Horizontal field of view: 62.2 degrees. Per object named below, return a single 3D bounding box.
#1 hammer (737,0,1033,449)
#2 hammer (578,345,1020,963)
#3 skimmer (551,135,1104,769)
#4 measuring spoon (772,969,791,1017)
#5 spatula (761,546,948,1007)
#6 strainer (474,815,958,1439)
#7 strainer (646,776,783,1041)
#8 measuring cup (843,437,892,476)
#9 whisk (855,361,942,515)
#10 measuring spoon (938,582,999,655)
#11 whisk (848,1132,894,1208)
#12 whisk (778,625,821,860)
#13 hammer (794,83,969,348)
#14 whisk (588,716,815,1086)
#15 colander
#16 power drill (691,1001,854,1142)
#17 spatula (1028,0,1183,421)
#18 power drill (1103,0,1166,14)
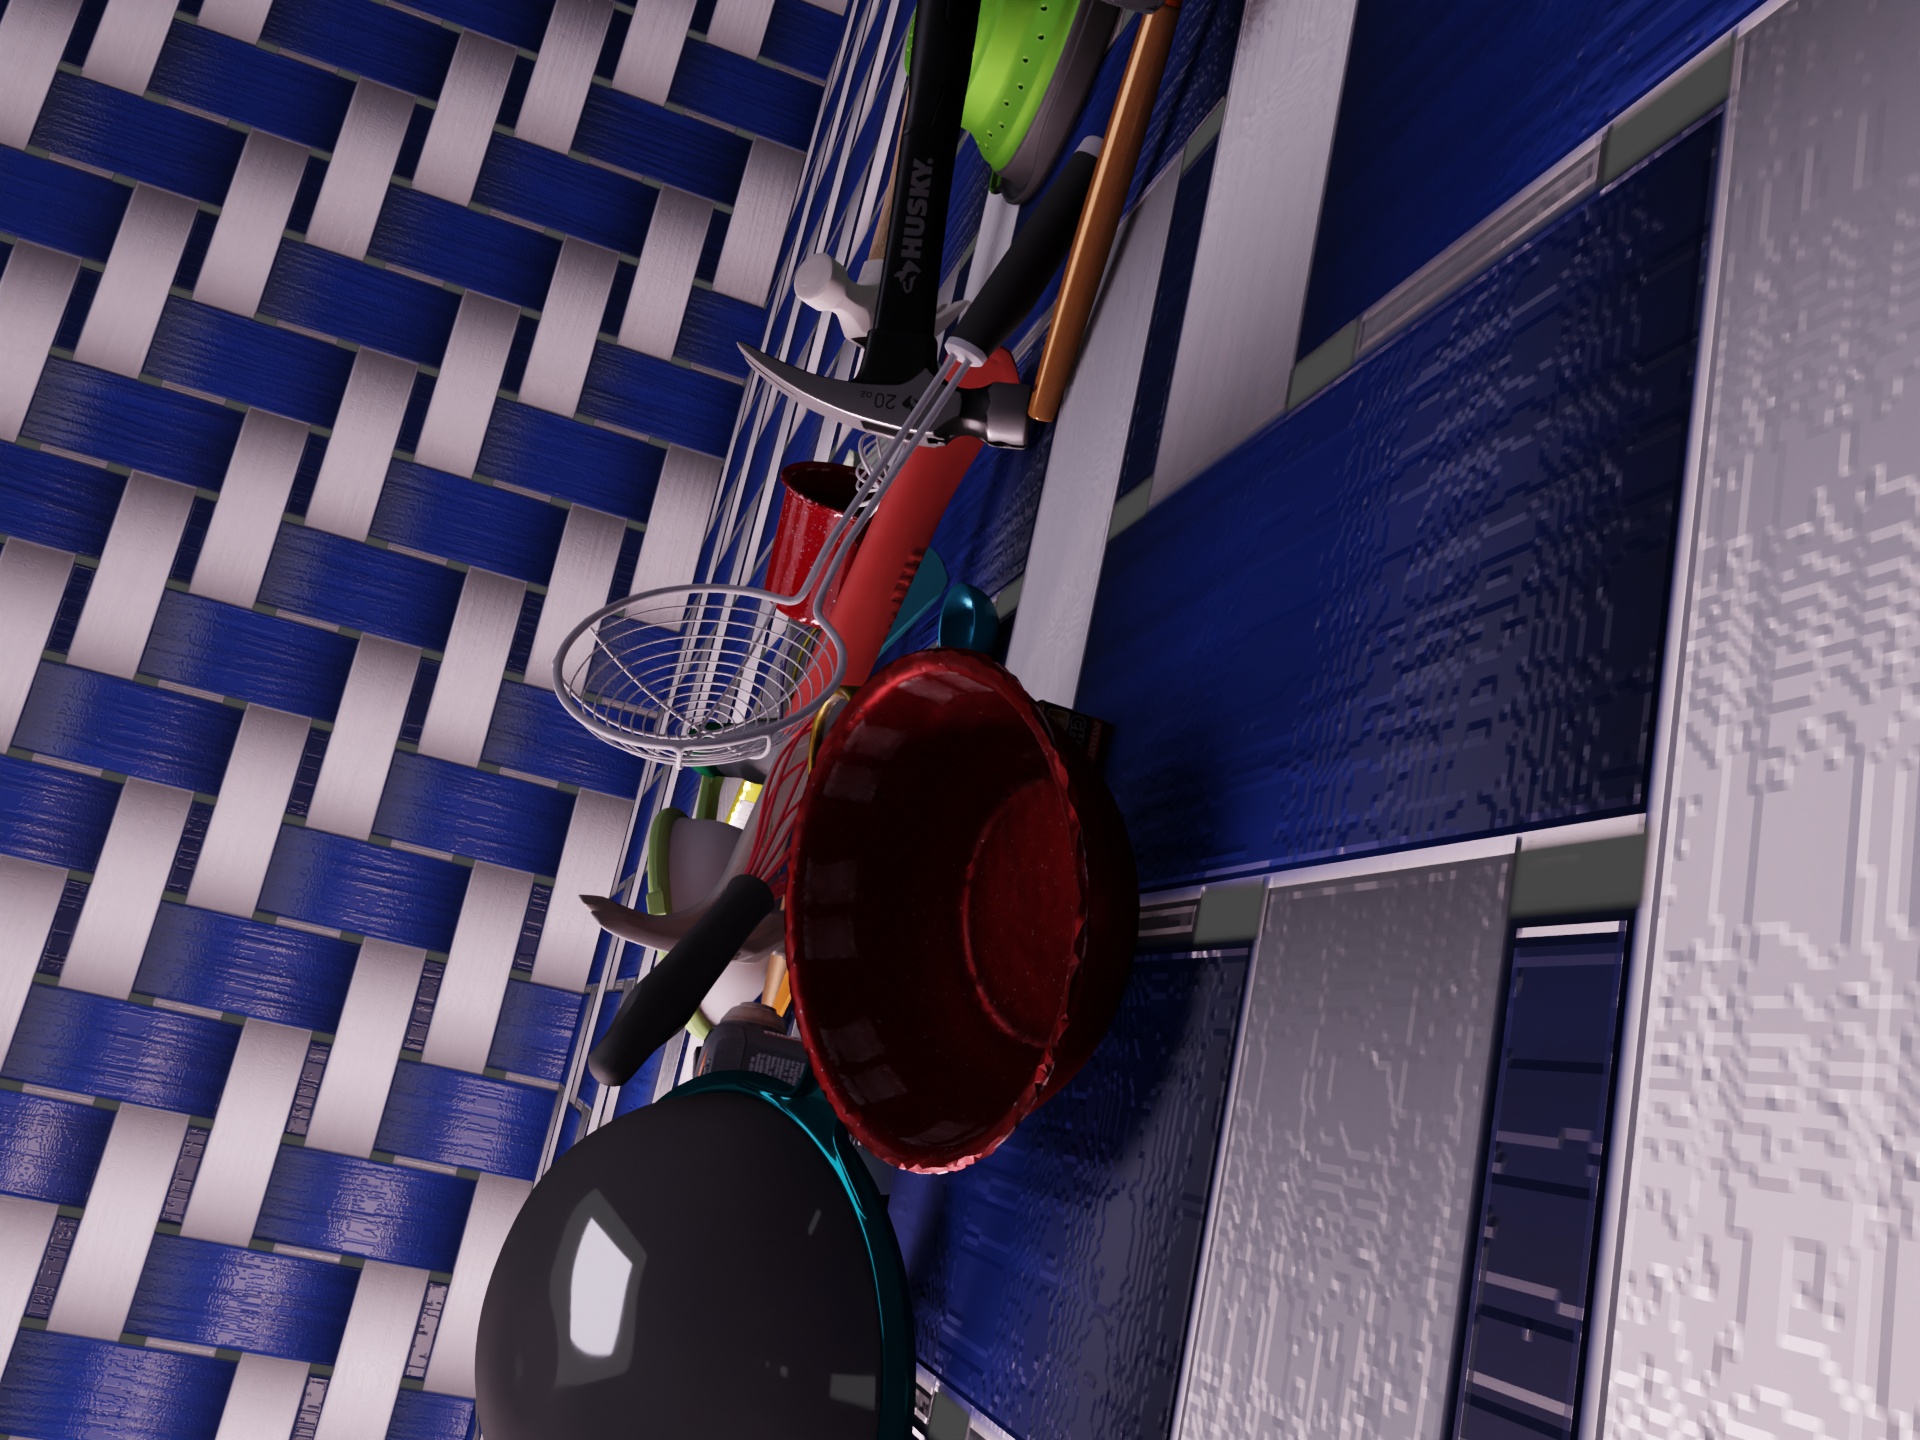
[{"bbox_3d":[-0.019,-0.305,0.796,0.035,0.146,0.335,67,-150,-84],"label":"hammer"},{"bbox_3d":[-0.068,-0.037,0.838,0.037,0.149,0.359,34,103,48],"label":"hammer"},{"bbox_3d":[-0.042,-0.133,0.718,0.127,0.090,0.363,30,83,33],"label":"skimmer"},{"bbox_3d":[-0.099,0.159,0.963,0.117,0.011,0.021,-66,26,18],"label":"measuring spoon"},{"bbox_3d":[-0.072,0.049,0.952,0.082,0.044,0.317,-115,39,-67],"label":"spatula"},{"bbox_3d":[-0.096,0.181,0.586,0.211,0.095,0.340,34,106,44],"label":"strainer"},{"bbox_3d":[-0.149,0.094,1.062,0.257,0.069,0.151,-95,-7,-55],"label":"strainer"},{"bbox_3d":[-0.056,-0.158,1.082,0.167,0.038,0.083,150,134,-67],"label":"measuring cup"},{"bbox_3d":[-0.030,-0.177,0.957,0.058,0.059,0.246,-37,20,20],"label":"whisk"},{"bbox_3d":[-0.001,-0.002,0.757,0.042,0.021,0.128,-136,53,-60],"label":"measuring spoon"},{"bbox_3d":[-0.032,0.147,0.637,0.070,0.070,0.285,155,124,-72],"label":"whisk"},{"bbox_3d":[-0.110,0.030,1.093,0.047,0.051,0.244,-54,-14,-58],"label":"whisk"},{"bbox_3d":[-0.020,-0.392,1.015,0.031,0.130,0.331,6,80,36],"label":"hammer"},{"bbox_3d":[-0.087,0.070,0.728,0.073,0.073,0.296,-65,-7,33],"label":"whisk"},{"bbox_3d":[0.049,-0.430,0.853,0.397,0.094,0.204,152,133,-71],"label":"colander"},{"bbox_3d":[-0.109,0.215,0.806,0.226,0.084,0.185,123,160,-61],"label":"power drill"},{"bbox_3d":[0.090,-0.284,0.695,0.081,0.041,0.322,-108,32,-64],"label":"spatula"},{"bbox_3d":[0.048,-0.375,0.679,0.143,0.078,0.220,-60,23,22],"label":"power drill"}]
